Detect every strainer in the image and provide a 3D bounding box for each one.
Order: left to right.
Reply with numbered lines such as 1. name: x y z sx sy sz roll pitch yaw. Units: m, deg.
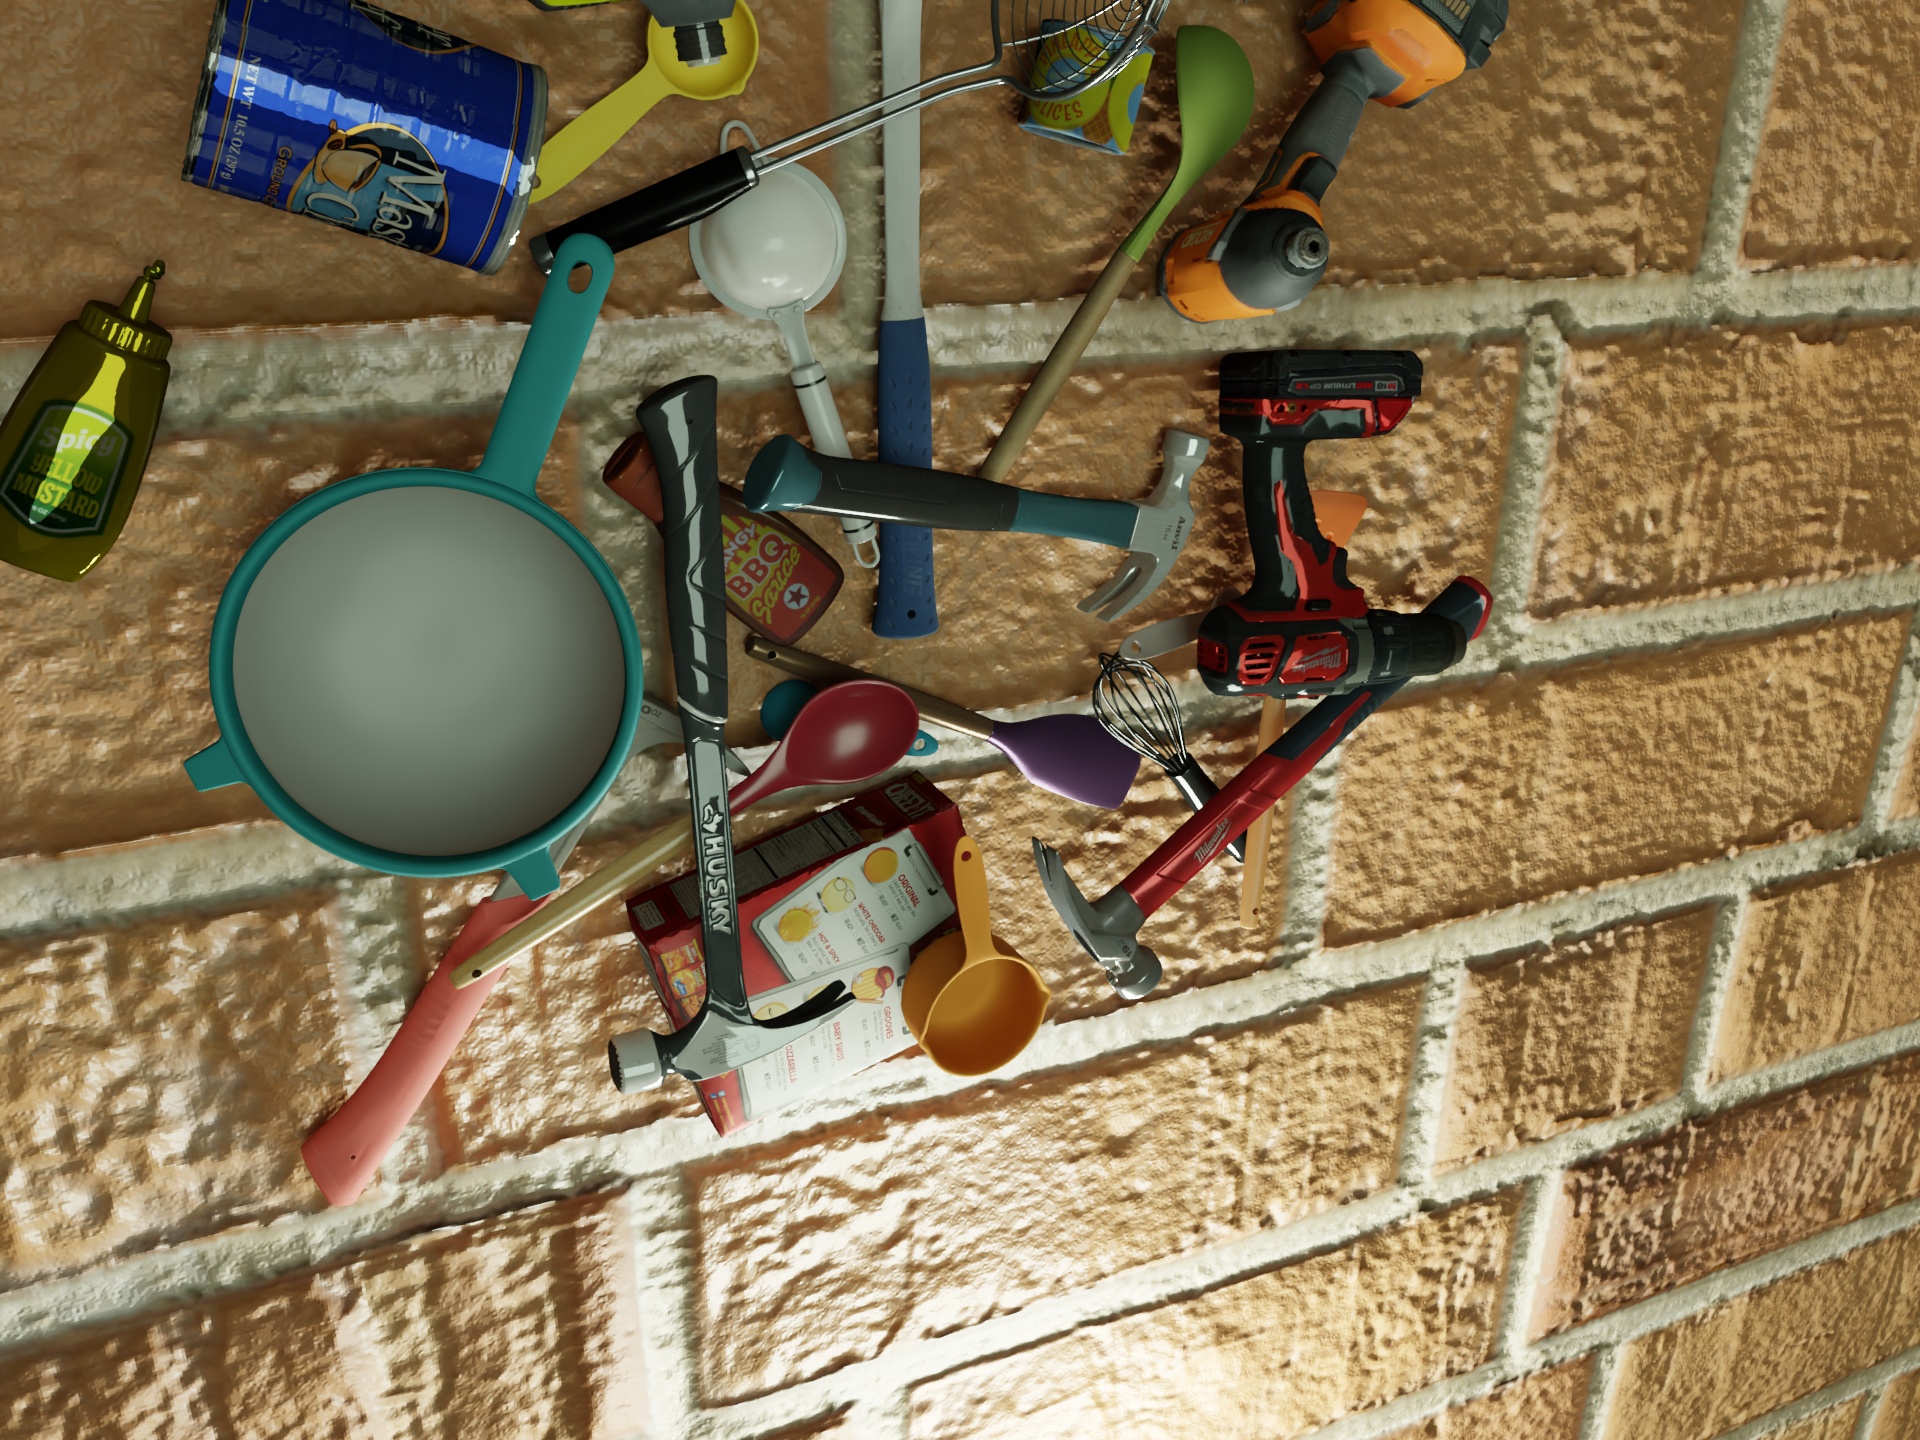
1. strainer: -0.251 -0.089 0.836 0.211 0.095 0.340 21 96 -13
2. strainer: -0.087 -0.201 0.890 0.087 0.050 0.258 -14 116 7

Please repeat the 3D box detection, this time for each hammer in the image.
1. hammer: -0.277 0.139 0.958 0.149 0.037 0.359 30 95 -33
2. hammer: -0.140 0.013 0.903 0.149 0.036 0.408 -9 108 -23
3. hammer: -0.028 -0.244 0.919 0.144 0.035 0.405 -10 115 -22
4. hammer: 0.018 -0.130 0.955 0.330 0.033 0.128 1 109 -39
5. hammer: 0.220 0.017 1.099 0.386 0.038 0.143 -41 121 -12

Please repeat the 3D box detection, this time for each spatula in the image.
1. spatula: -0.002 -0.003 1.045 0.315 0.018 0.060 19 99 -33
2. spatula: 0.228 -0.004 1.132 0.081 0.041 0.322 -1 103 -26

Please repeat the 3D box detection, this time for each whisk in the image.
1. whisk: 0.158 0.032 1.122 0.055 0.055 0.238 -44 128 -4

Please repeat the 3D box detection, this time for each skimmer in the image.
1. skimmer: -0.060 -0.321 0.794 0.363 0.127 0.090 -22 155 4

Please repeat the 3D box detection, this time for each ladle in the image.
1. ladle: -0.164 0.068 0.950 0.315 0.031 0.069 -33 119 -9
2. ladle: 0.076 -0.264 0.960 0.320 0.062 0.078 -57 168 14

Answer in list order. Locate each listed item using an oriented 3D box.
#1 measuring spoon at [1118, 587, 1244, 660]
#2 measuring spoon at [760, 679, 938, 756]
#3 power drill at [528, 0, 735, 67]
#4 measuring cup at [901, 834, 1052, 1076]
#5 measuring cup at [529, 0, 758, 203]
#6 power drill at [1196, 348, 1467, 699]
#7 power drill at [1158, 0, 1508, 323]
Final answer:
1. measuring spoon: 0.150 -0.061 1.081 0.124 0.018 0.034 -20 89 -33
2. measuring spoon: -0.066 0.007 1.014 0.128 0.021 0.042 15 104 -30
3. power drill: -0.152 -0.376 0.688 0.080 0.223 0.171 -18 118 -19
4. measuring cup: 0.001 0.140 1.006 0.095 0.052 0.173 -17 116 -22
5. measuring cup: -0.174 -0.322 0.825 0.156 0.029 0.062 -37 123 6
6. power drill: 0.250 -0.126 1.043 0.188 0.080 0.226 -3 102 -16
7. power drill: 0.216 -0.335 0.925 0.084 0.164 0.226 33 92 -17
